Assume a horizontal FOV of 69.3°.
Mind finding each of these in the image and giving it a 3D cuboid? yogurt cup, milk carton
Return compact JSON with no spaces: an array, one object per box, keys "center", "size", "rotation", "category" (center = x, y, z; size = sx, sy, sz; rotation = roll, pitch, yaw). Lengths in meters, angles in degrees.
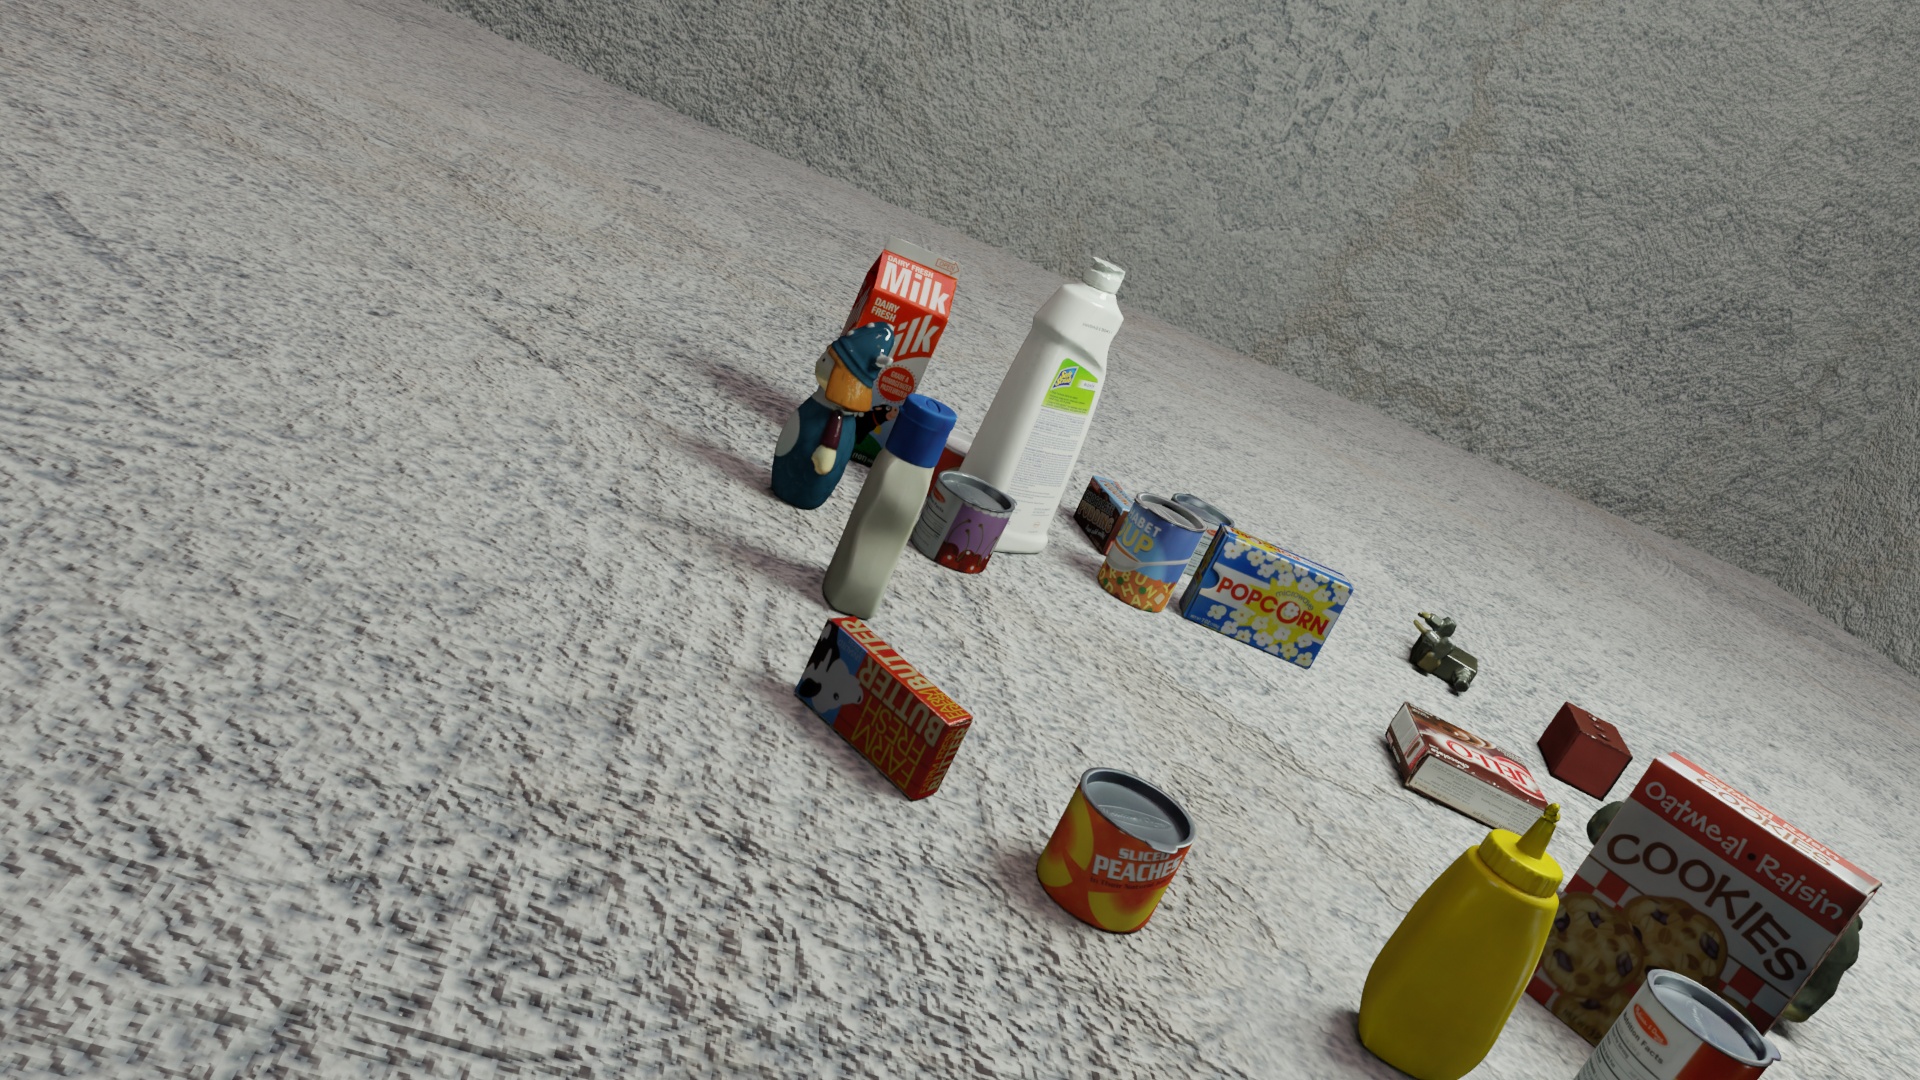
[{"center":[-0.006,-0.064,1.228],"size":[0.072,0.053,0.072],"rotation":[22,19,-8],"category":"yogurt cup"},{"center":[-0.067,-0.167,1.215],"size":[0.072,0.189,0.074],"rotation":[20,19,-15],"category":"milk carton"}]

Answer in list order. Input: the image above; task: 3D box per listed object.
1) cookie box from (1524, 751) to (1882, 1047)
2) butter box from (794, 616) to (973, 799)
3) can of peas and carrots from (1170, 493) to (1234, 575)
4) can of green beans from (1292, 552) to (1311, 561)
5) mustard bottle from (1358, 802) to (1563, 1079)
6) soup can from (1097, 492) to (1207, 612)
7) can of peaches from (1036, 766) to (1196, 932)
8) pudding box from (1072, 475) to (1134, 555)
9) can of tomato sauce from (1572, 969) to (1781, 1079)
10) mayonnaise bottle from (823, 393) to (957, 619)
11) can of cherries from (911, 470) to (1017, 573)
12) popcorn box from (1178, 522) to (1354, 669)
[{"center":[0.417,0.225,0.801],"size":[0.040,0.166,0.123],"rotation":[3,28,-49],"category":"cookie box"},{"center":[-0.043,0.091,0.765],"size":[0.104,0.053,0.024],"rotation":[37,21,31],"category":"butter box"},{"center":[0.223,-0.006,1.351],"size":[0.071,0.058,0.071],"rotation":[22,19,-8],"category":"can of peas and carrots"},{"center":[0.323,0.054,1.316],"size":[0.071,0.057,0.071],"rotation":[22,19,-8],"category":"can of green beans"},{"center":[0.259,0.196,0.695],"size":[0.065,0.159,0.049],"rotation":[27,18,5],"category":"mustard bottle"},{"center":[0.161,0.009,1.193],"size":[0.071,0.083,0.071],"rotation":[22,18,-8],"category":"soup can"},{"center":[0.081,0.162,0.722],"size":[0.071,0.058,0.071],"rotation":[22,19,-8],"category":"can of peaches"},{"center":[0.140,-0.022,1.304],"size":[0.030,0.049,0.084],"rotation":[17,20,-23],"category":"pudding box"},{"center":[0.371,0.280,0.727],"size":[0.071,0.082,0.071],"rotation":[22,18,-8],"category":"can of tomato sauce"},{"center":[-0.047,-0.024,0.922],"size":[0.041,0.147,0.065],"rotation":[20,19,-15],"category":"mayonnaise bottle"},{"center":[0.004,-0.014,1.098],"size":[0.071,0.058,0.072],"rotation":[22,19,-8],"category":"can of cherries"},{"center":[0.267,0.049,1.218],"size":[0.127,0.085,0.038],"rotation":[23,18,-7],"category":"popcorn box"}]
